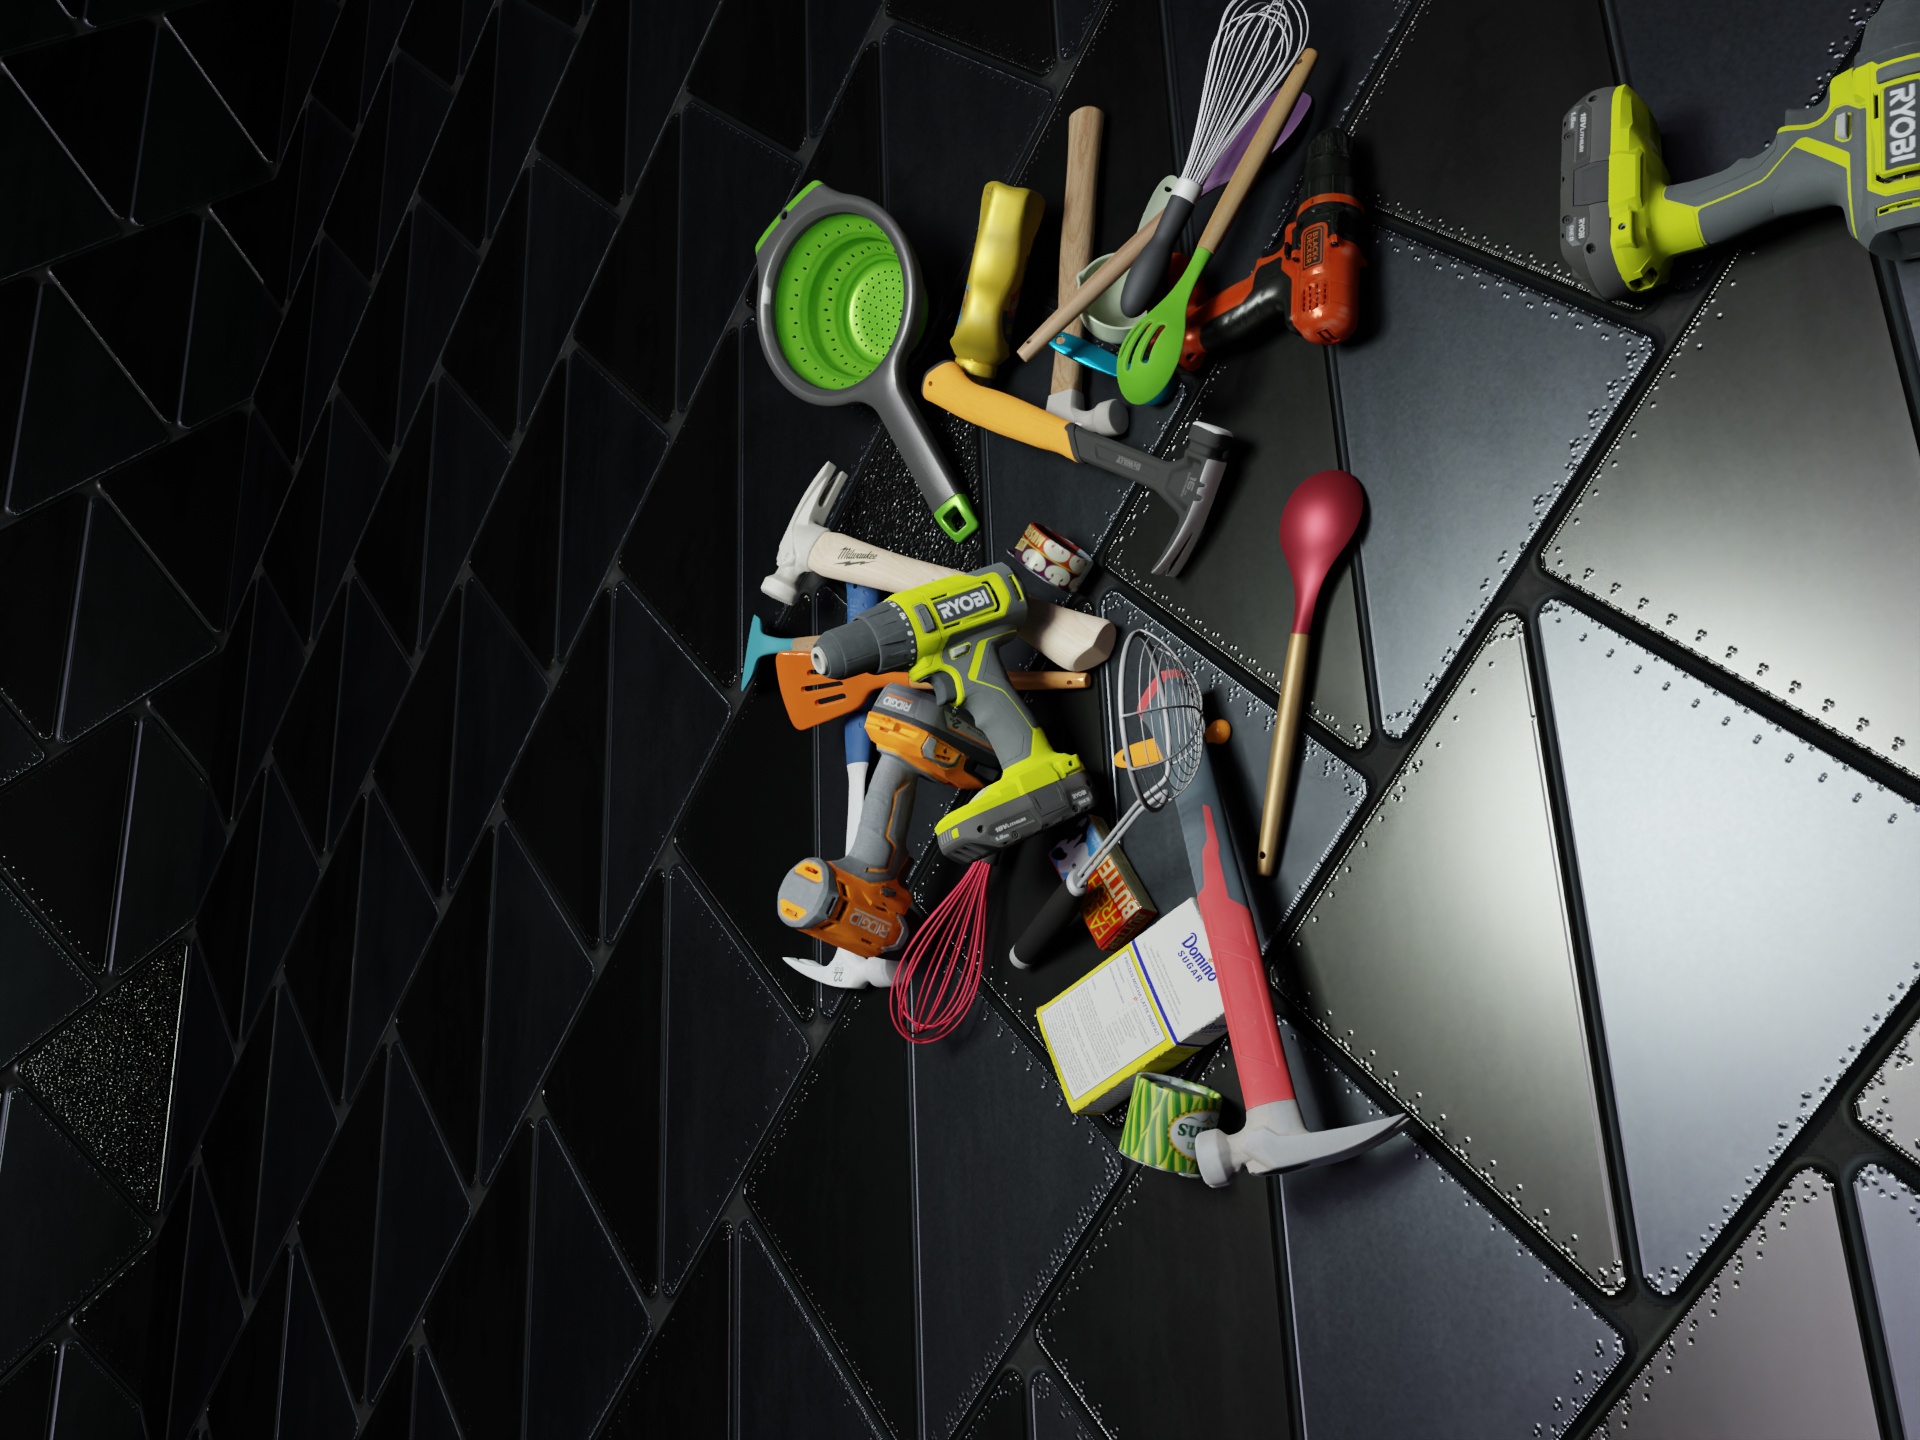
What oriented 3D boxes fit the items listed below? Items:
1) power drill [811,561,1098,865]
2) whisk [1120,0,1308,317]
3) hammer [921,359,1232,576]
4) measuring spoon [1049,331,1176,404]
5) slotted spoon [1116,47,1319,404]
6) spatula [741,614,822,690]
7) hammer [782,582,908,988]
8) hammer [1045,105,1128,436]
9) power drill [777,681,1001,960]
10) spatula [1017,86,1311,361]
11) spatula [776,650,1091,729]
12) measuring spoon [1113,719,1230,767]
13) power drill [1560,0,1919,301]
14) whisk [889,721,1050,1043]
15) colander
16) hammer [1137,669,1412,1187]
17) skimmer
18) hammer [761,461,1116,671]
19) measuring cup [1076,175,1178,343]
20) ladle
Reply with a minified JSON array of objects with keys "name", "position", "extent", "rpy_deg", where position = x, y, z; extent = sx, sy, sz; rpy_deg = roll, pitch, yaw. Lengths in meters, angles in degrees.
[{"name":"power drill","position":[-0.002,-0.004,1.301],"extent":[0.228,0.190,0.080],"rpy_deg":[66,152,7]},{"name":"whisk","position":[0.199,-0.458,1.289],"extent":[0.070,0.070,0.284],"rpy_deg":[32,100,45]},{"name":"hammer","position":[0.083,-0.240,1.381],"extent":[0.337,0.034,0.127],"rpy_deg":[32,110,39]},{"name":"measuring spoon","position":[0.126,-0.311,1.366],"extent":[0.129,0.021,0.042],"rpy_deg":[29,81,20]},{"name":"slotted spoon","position":[0.206,-0.397,1.268],"extent":[0.070,0.031,0.314],"rpy_deg":[28,89,53]},{"name":"spatula","position":[-0.135,-0.073,1.558],"extent":[0.318,0.044,0.082],"rpy_deg":[1,79,47]},{"name":"hammer","position":[-0.104,0.054,1.529],"extent":[0.144,0.035,0.406],"rpy_deg":[-12,70,43]},{"name":"hammer","position":[0.102,-0.403,1.450],"extent":[0.130,0.031,0.331],"rpy_deg":[-7,74,44]},{"name":"power drill","position":[-0.049,0.099,1.392],"extent":[0.084,0.164,0.226],"rpy_deg":[17,79,47]},{"name":"spatula","position":[0.168,-0.414,1.333],"extent":[0.316,0.018,0.060],"rpy_deg":[-42,45,7]},{"name":"spatula","position":[-0.028,-0.032,1.439],"extent":[0.323,0.041,0.081],"rpy_deg":[1,112,35]},{"name":"measuring spoon","position":[0.167,0.020,1.278],"extent":[0.117,0.011,0.021],"rpy_deg":[-18,66,42]},{"name":"power drill","position":[0.502,-0.359,0.998],"extent":[0.223,0.080,0.171],"rpy_deg":[-4,77,41]},{"name":"whisk","position":[0.014,0.139,1.370],"extent":[0.073,0.073,0.296],"rpy_deg":[21,89,47]},{"name":"colander","position":[-0.063,-0.346,1.577],"extent":[0.204,0.094,0.397],"rpy_deg":[-38,72,32]},{"name":"hammer","position":[0.206,0.129,1.153],"extent":[0.143,0.038,0.387],"rpy_deg":[-18,60,15]},{"name":"skimmer","position":[0.087,0.080,1.207],"extent":[0.363,0.090,0.127],"rpy_deg":[120,169,-46]},{"name":"hammer","position":[-0.019,-0.134,1.468],"extent":[0.411,0.038,0.146],"rpy_deg":[22,85,40]},{"name":"measuring cup","position":[0.156,-0.401,1.388],"extent":[0.083,0.038,0.168],"rpy_deg":[21,72,9]},{"name":"ladle","position":[0.252,-0.039,1.199],"extent":[0.069,0.031,0.315],"rpy_deg":[5,84,45]}]
